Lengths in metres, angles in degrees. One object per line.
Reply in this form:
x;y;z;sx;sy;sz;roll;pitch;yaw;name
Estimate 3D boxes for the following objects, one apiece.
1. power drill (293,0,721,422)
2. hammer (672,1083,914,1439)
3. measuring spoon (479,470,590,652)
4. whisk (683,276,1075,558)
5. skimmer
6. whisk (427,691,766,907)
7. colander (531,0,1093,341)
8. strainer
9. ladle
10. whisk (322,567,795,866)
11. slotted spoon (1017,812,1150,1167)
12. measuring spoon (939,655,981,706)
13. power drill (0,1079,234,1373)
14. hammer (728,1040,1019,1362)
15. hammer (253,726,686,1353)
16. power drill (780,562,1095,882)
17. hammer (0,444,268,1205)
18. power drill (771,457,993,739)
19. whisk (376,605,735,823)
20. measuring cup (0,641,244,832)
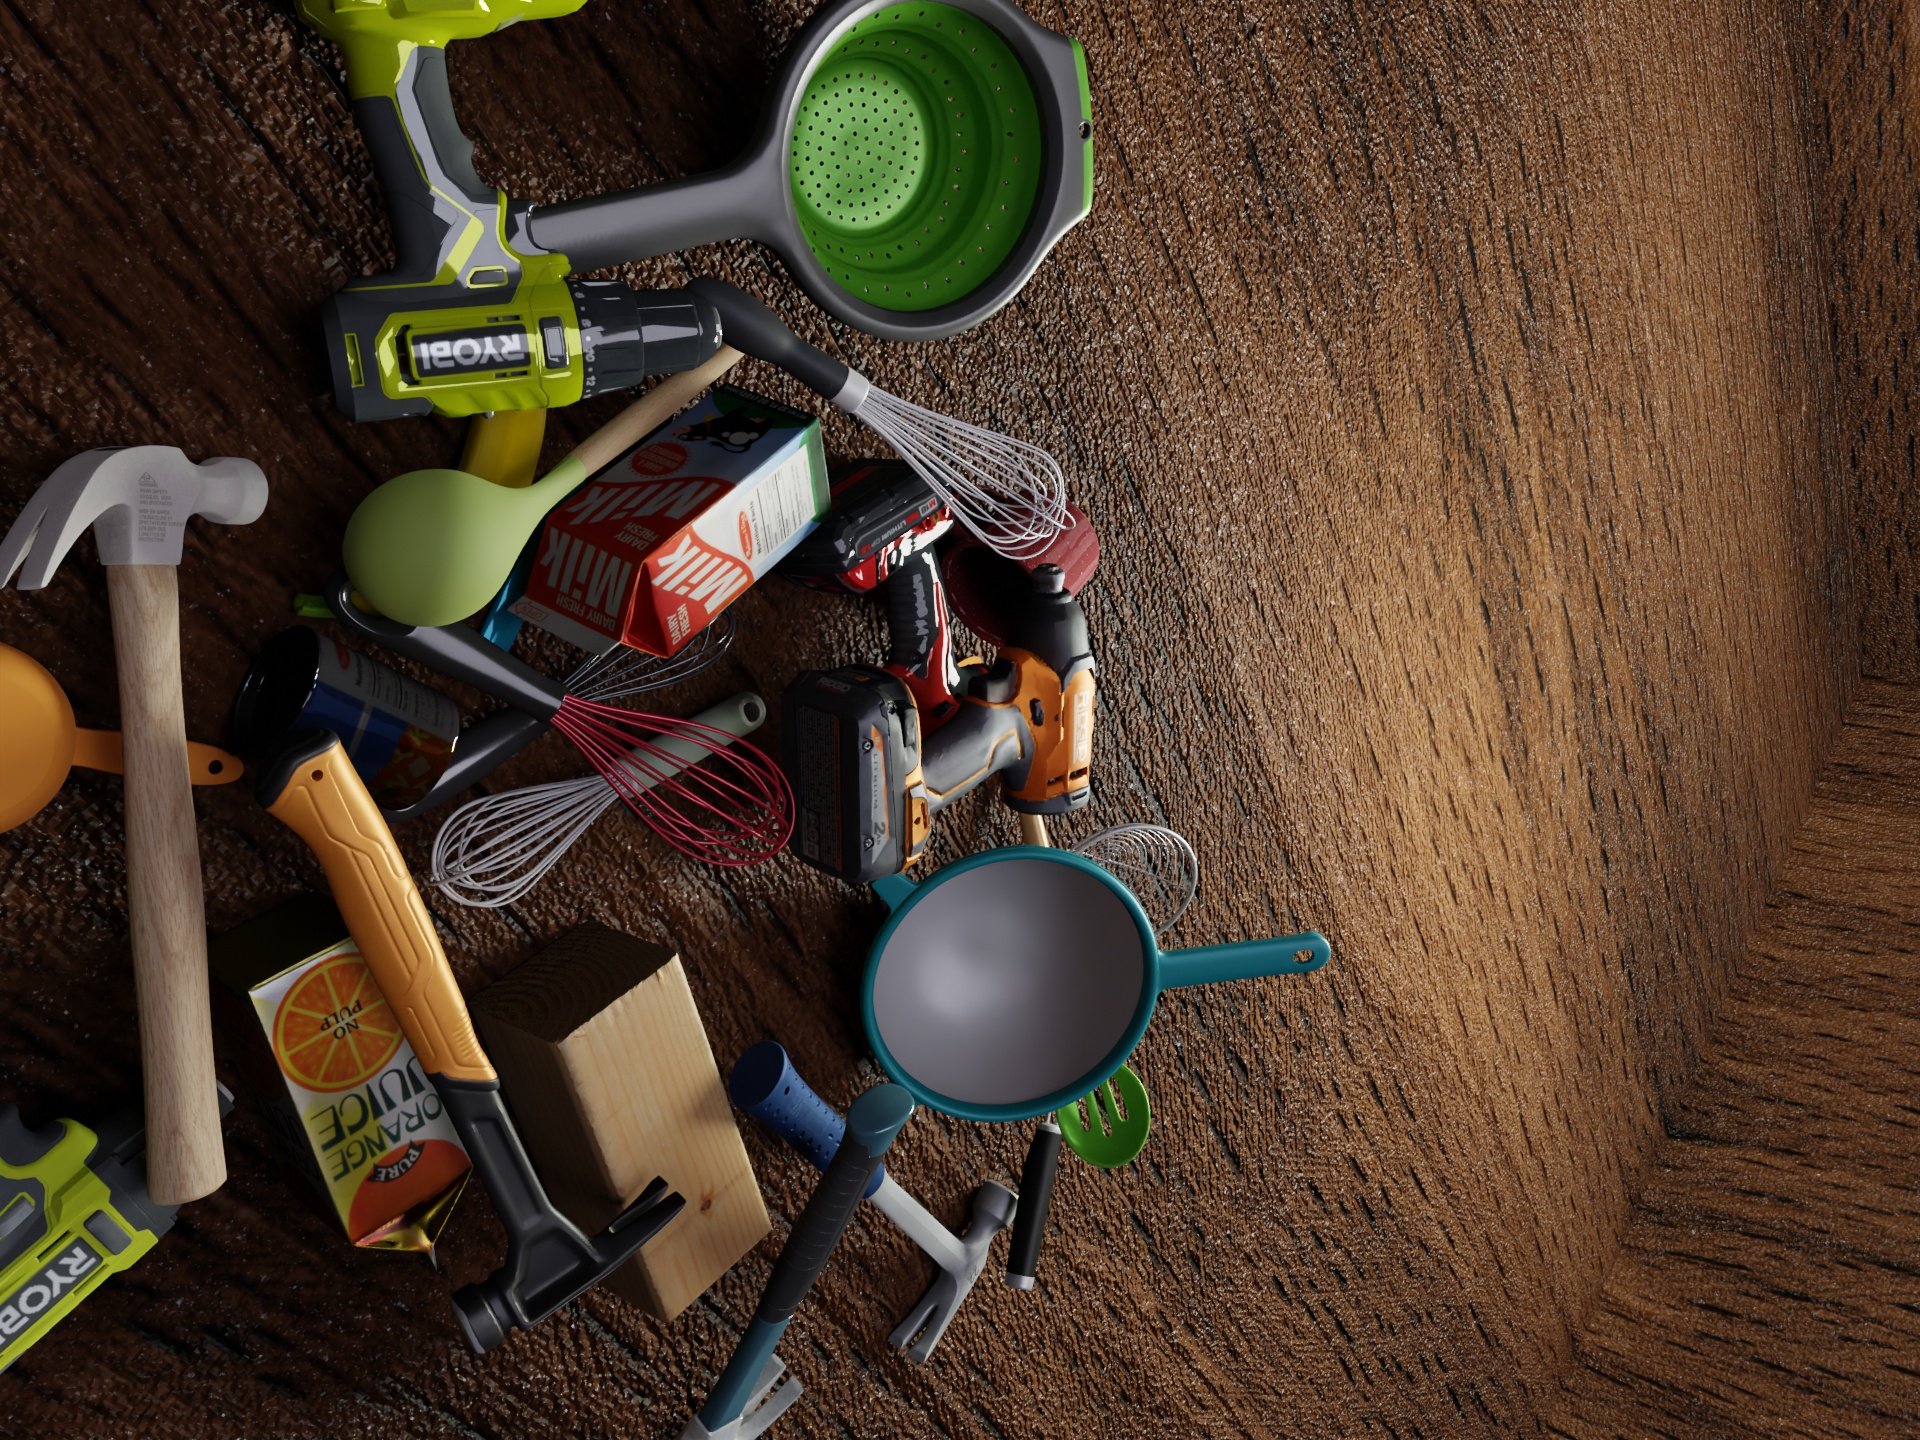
-0.219;-0.263;0.765;0.190;0.080;0.228;-11;108;-22;power drill
-0.111;0.359;0.994;0.128;0.033;0.331;-5;128;-52;hammer
-0.232;-0.078;0.867;0.042;0.021;0.129;37;69;-45;measuring spoon
-0.040;-0.176;0.926;0.284;0.070;0.070;28;78;-33;whisk
0.097;0.258;1.230;0.127;0.090;0.363;20;75;-28;skimmer
-0.200;0.037;0.914;0.246;0.059;0.057;-32;105;-45;whisk
-0.111;-0.309;0.914;0.397;0.095;0.204;-21;122;-24;colander
0.091;0.166;1.145;0.340;0.095;0.211;-5;109;-11;strainer
-0.199;-0.146;0.837;0.320;0.062;0.078;-56;156;-49;ladle
-0.199;0.001;0.839;0.295;0.073;0.073;34;73;-34;whisk
0.079;0.179;1.198;0.031;0.070;0.314;30;47;-88;slotted spoon
-0.023;-0.017;1.124;0.117;0.011;0.021;-37;120;-41;measuring spoon
-0.428;0.164;0.671;0.171;0.080;0.223;-45;132;-32;power drill
-0.059;0.323;1.085;0.144;0.035;0.405;-57;146;-21;hammer
-0.245;0.151;0.777;0.127;0.034;0.336;-30;118;-27;hammer
-0.002;-0.003;0.982;0.226;0.084;0.164;-18;116;-43;power drill
-0.351;0.047;0.693;0.130;0.031;0.331;-15;104;-71;hammer
-0.054;-0.037;1.027;0.188;0.080;0.226;-39;124;-35;power drill
-0.220;-0.010;0.882;0.239;0.055;0.055;-36;124;-32;whisk
-0.389;0.014;0.691;0.173;0.052;0.095;13;89;-46;measuring cup
